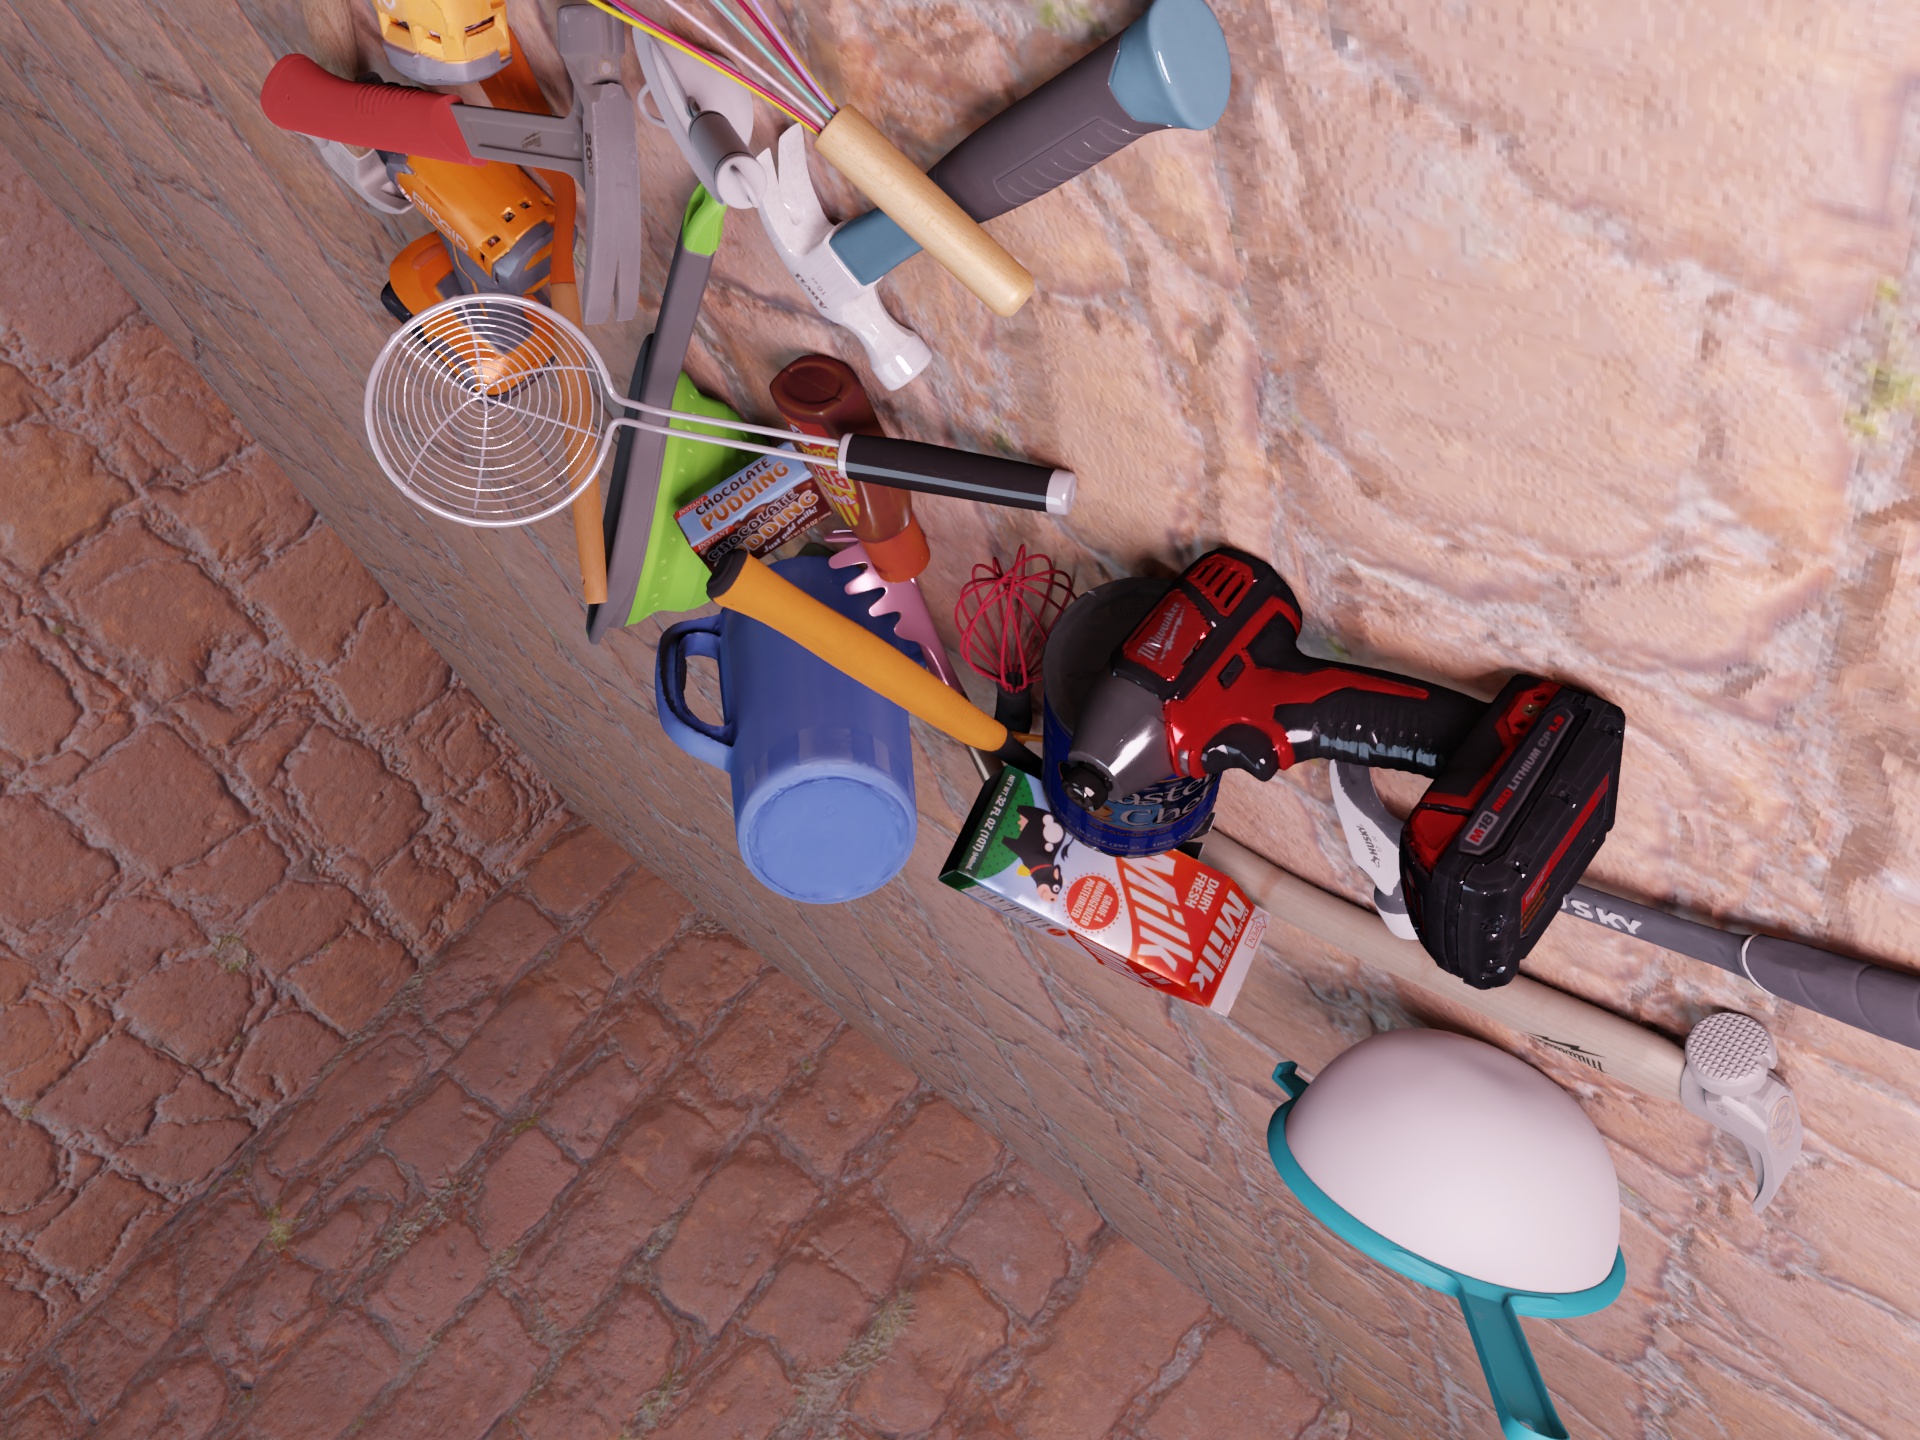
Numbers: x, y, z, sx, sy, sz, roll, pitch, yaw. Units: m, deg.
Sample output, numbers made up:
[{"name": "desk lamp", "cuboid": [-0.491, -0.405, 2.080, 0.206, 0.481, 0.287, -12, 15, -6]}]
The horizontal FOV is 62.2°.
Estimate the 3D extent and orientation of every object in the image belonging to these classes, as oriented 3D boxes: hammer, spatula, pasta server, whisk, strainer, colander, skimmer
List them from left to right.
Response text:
[{"name": "hammer", "cuboid": [-0.401, -0.431, 1.022, 0.130, 0.031, 0.331, 44, 162, -4]}, {"name": "hammer", "cuboid": [-0.295, -0.323, 0.890, 0.359, 0.036, 0.149, 23, 120, 39]}, {"name": "spatula", "cuboid": [-0.237, -0.228, 0.923, 0.081, 0.041, 0.322, 10, 107, 60]}, {"name": "colander", "cuboid": [-0.153, -0.178, 0.974, 0.094, 0.205, 0.397, 11, 151, -16]}, {"name": "strainer", "cuboid": [-0.104, -0.249, 0.675, 0.086, 0.050, 0.259, 64, 179, -33]}, {"name": "skimmer", "cuboid": [-0.125, -0.138, 0.817, 0.363, 0.090, 0.127, 12, 117, 15]}, {"name": "whisk", "cuboid": [-0.069, -0.242, 0.613, 0.245, 0.047, 0.051, 41, 162, -10]}, {"name": "hammer", "cuboid": [-0.001, -0.003, 0.940, 0.336, 0.034, 0.127, 32, 164, -26]}, {"name": "pasta server", "cuboid": [0.001, 0.010, 1.050, 0.316, 0.040, 0.060, 63, -166, -10]}, {"name": "hammer", "cuboid": [0.003, -0.216, 0.650, 0.128, 0.033, 0.331, 48, 162, -20]}, {"name": "whisk", "cuboid": [0.034, -0.031, 0.980, 0.073, 0.073, 0.295, 39, 167, 12]}, {"name": "hammer", "cuboid": [0.268, 0.144, 0.913, 0.411, 0.038, 0.146, 24, 156, 47]}, {"name": "strainer", "cuboid": [0.285, 0.253, 0.858, 0.211, 0.095, 0.340, 17, -166, 3]}, {"name": "hammer", "cuboid": [0.325, 0.094, 0.677, 0.409, 0.036, 0.149, 19, 150, 51]}]

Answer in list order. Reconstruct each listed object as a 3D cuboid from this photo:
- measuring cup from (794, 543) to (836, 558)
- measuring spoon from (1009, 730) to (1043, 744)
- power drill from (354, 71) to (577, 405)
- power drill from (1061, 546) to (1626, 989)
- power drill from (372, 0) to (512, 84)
[{"name": "measuring cup", "cuboid": [-0.082, -0.059, 1.187, 0.083, 0.038, 0.167, 26, 154, 42]}, {"name": "measuring spoon", "cuboid": [0.076, 0.019, 1.006, 0.117, 0.011, 0.021, 8, 168, 24]}, {"name": "power drill", "cuboid": [-0.338, -0.322, 1.067, 0.164, 0.084, 0.226, 45, 159, -2]}, {"name": "power drill", "cuboid": [0.154, 0.015, 0.685, 0.220, 0.143, 0.078, 27, 154, 34]}, {"name": "power drill", "cuboid": [-0.310, -0.419, 0.741, 0.226, 0.084, 0.185, 29, 143, 23]}]
